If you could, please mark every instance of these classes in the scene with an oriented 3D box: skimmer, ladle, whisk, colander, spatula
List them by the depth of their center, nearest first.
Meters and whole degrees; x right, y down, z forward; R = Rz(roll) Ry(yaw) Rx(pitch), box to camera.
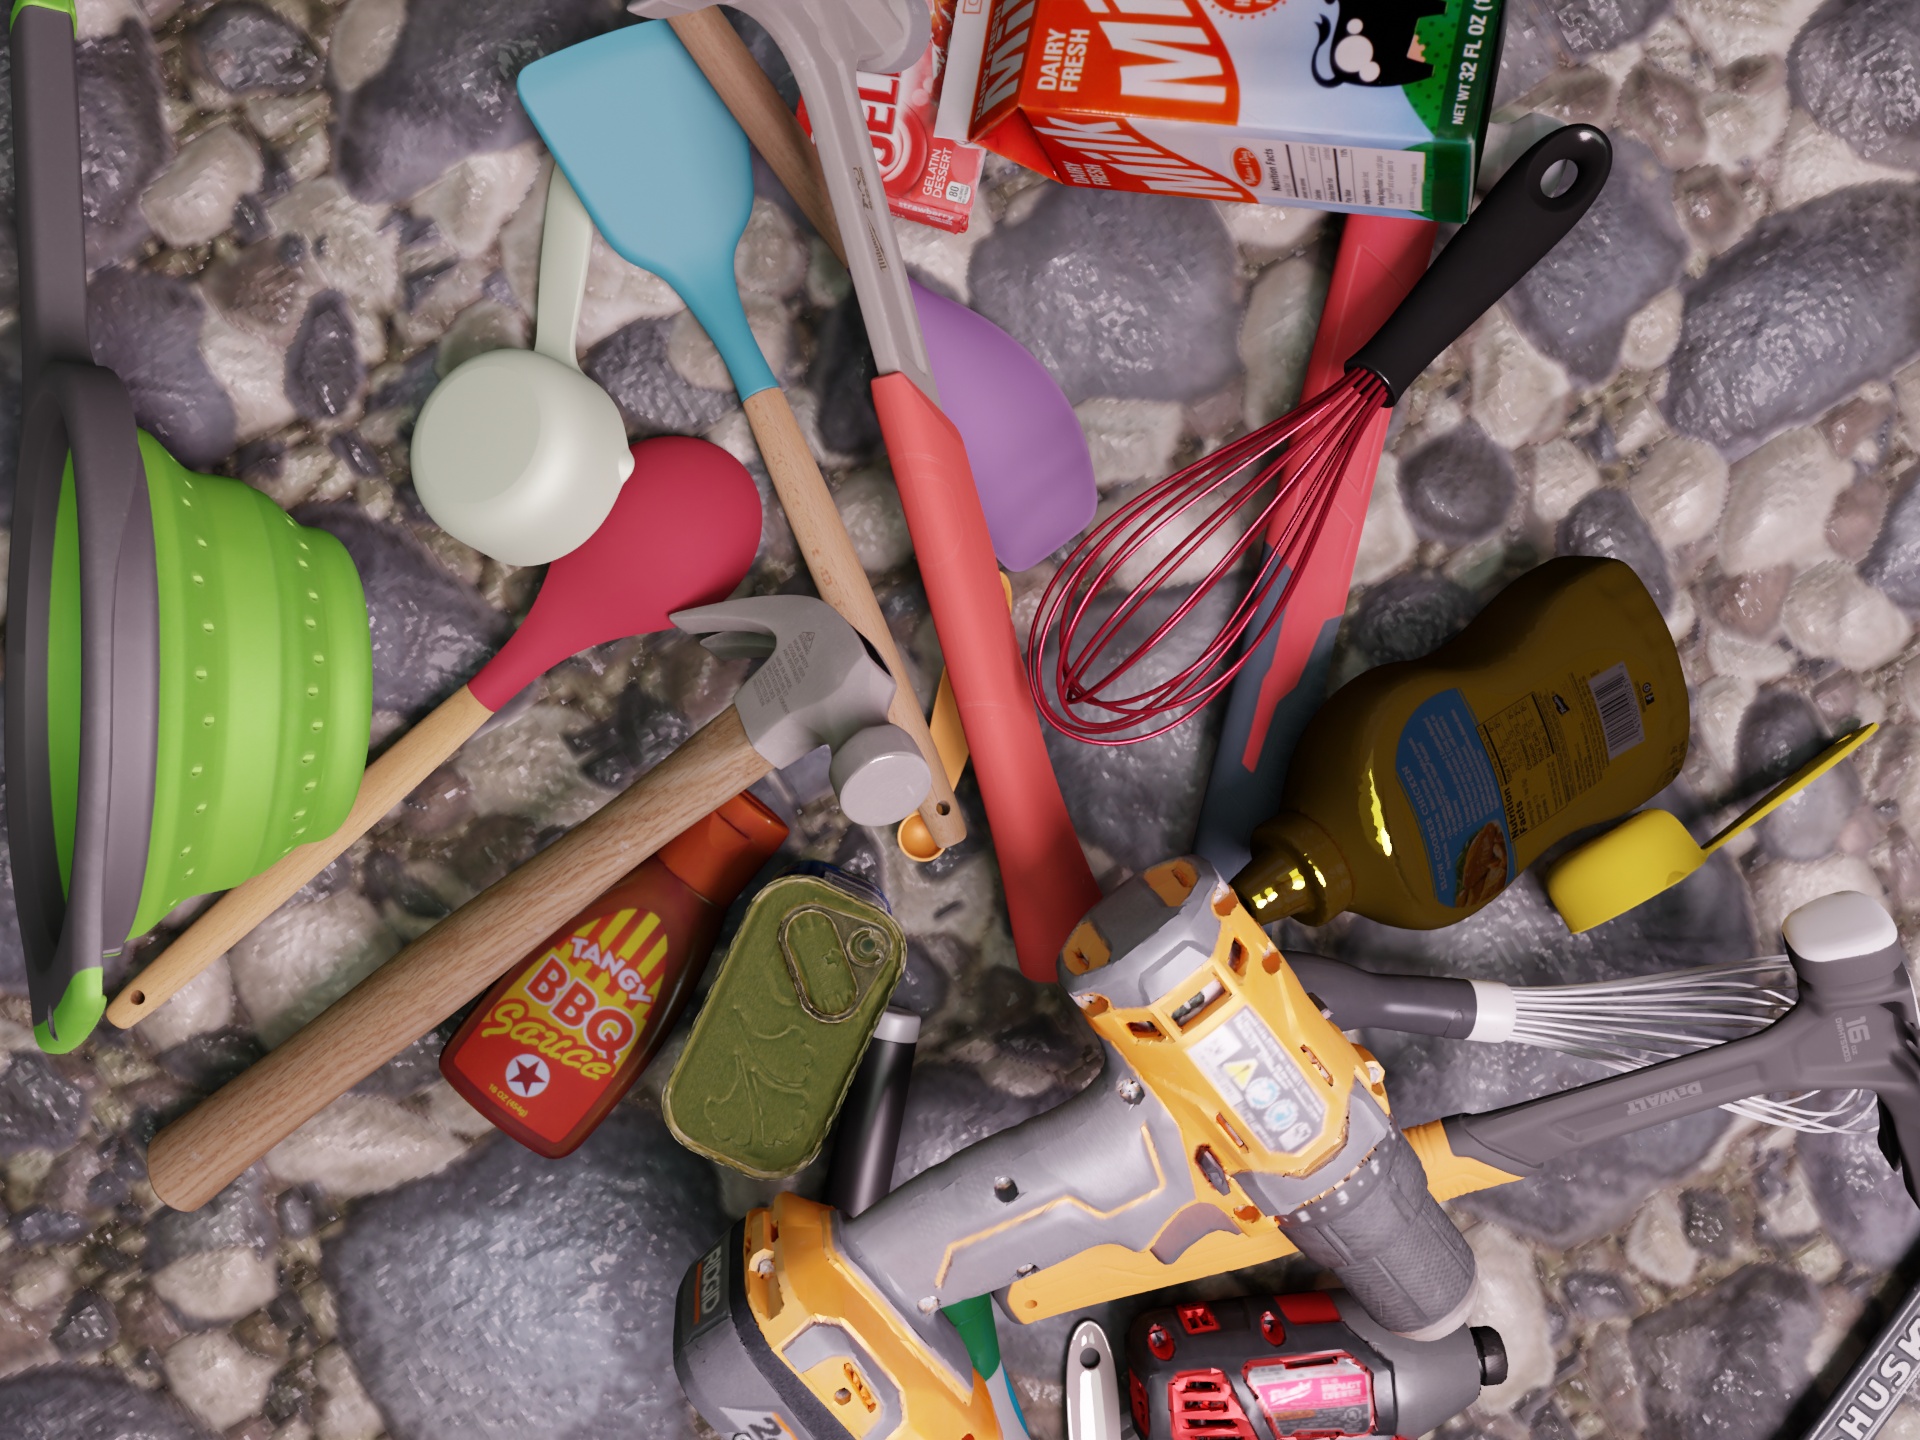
[{"bbox_3d":[-0.273,-0.091,0.557,0.094,0.204,0.397,0,73,-36],"label":"colander"},{"bbox_3d":[0.132,-0.106,0.563,0.073,0.073,0.296,44,84,-3],"label":"whisk"},{"bbox_3d":[-0.079,0.284,0.577,0.127,0.090,0.363,11,87,31],"label":"skimmer"},{"bbox_3d":[-0.049,-0.192,0.579,0.060,0.018,0.315,-38,106,-1],"label":"spatula"},{"bbox_3d":[-0.064,-0.099,0.590,0.082,0.044,0.317,-24,91,-15],"label":"spatula"},{"bbox_3d":[0.225,0.110,0.591,0.284,0.070,0.070,7,91,-9],"label":"whisk"},{"bbox_3d":[-0.201,0.007,0.598,0.315,0.031,0.069,-42,94,0],"label":"ladle"}]

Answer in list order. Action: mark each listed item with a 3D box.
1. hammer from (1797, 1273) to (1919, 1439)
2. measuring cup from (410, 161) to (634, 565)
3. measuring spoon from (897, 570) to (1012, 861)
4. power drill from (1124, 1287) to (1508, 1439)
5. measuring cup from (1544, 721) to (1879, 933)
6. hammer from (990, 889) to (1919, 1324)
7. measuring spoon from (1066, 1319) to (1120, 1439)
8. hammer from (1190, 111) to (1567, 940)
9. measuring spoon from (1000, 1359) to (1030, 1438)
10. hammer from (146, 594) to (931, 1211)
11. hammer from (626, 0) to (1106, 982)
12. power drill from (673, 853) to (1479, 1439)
[{"bbox_3d":[0.312,0.322,0.627,0.149,0.036,0.409,37,89,-2],"label":"hammer"},{"bbox_3d":[-0.159,-0.142,0.582,0.083,0.038,0.167,3,83,21],"label":"measuring cup"},{"bbox_3d":[-0.001,-0.002,0.618,0.021,0.011,0.117,16,87,2],"label":"measuring spoon"},{"bbox_3d":[0.142,0.326,0.600,0.143,0.078,0.220,-5,89,-3],"label":"power drill"},{"bbox_3d":[0.293,0.032,0.618,0.156,0.062,0.029,-30,78,-13],"label":"measuring cup"},{"bbox_3d":[0.170,0.165,0.576,0.337,0.034,0.127,-20,117,13],"label":"hammer"},{"bbox_3d":[0.053,0.298,0.625,0.034,0.018,0.124,-2,84,-1],"label":"measuring spoon"},{"bbox_3d":[0.116,-0.057,0.607,0.143,0.038,0.386,14,90,-2],"label":"hammer"},{"bbox_3d":[0.004,0.246,0.615,0.042,0.021,0.128,-20,92,-3],"label":"measuring spoon"},{"bbox_3d":[-0.163,0.070,0.571,0.331,0.130,0.031,-36,134,8],"label":"hammer"},{"bbox_3d":[-0.009,-0.070,0.543,0.037,0.149,0.359,-7,108,26],"label":"hammer"},{"bbox_3d":[0.045,0.179,0.518,0.226,0.084,0.185,-39,103,0],"label":"power drill"}]
